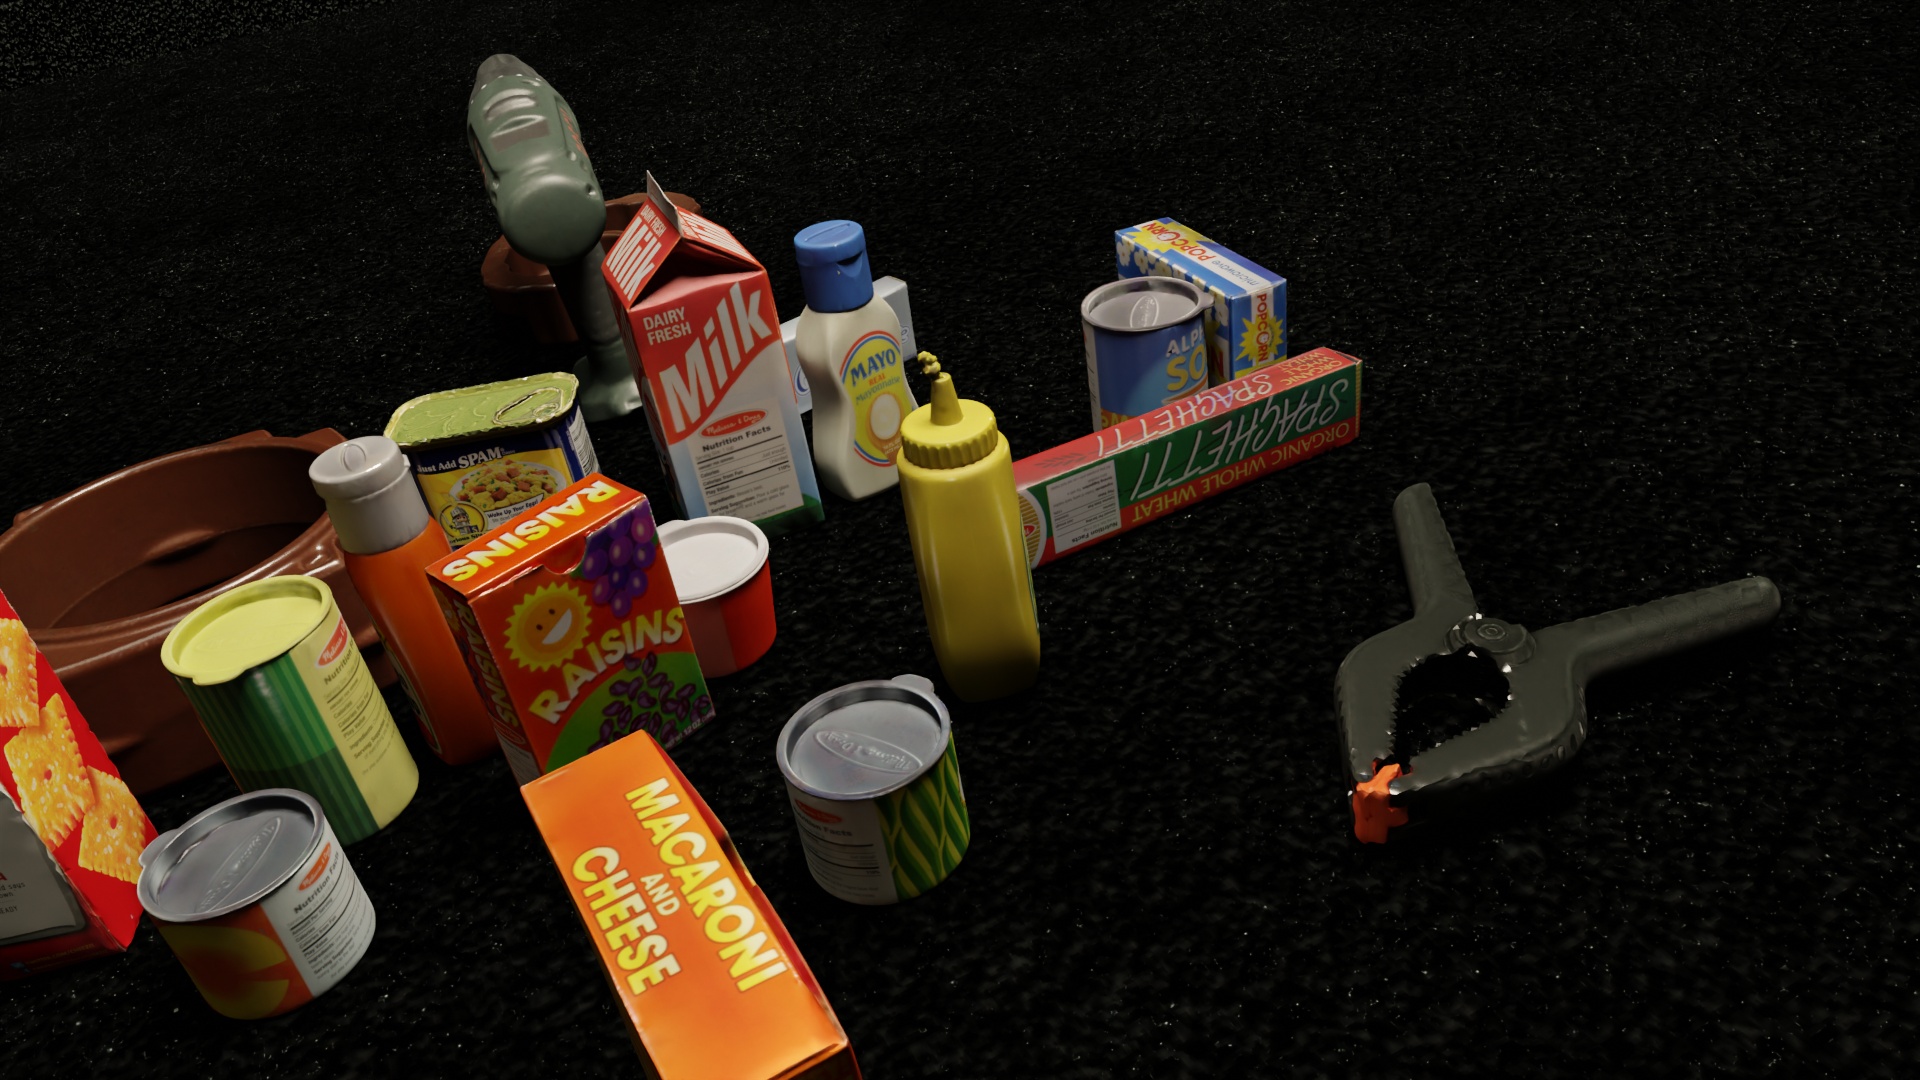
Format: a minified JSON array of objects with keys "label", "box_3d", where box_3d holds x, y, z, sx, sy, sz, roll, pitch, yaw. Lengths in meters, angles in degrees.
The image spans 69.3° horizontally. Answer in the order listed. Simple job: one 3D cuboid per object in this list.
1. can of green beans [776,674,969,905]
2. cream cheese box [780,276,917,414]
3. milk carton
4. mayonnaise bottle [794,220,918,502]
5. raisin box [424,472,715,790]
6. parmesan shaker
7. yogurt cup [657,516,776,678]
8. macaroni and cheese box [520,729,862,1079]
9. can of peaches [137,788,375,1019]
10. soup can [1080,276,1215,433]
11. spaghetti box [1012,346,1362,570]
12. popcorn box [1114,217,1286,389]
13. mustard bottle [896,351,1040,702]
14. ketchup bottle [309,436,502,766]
[{"label":"can of green beans","box_3d":[-0.032,0.097,0.534,0.071,0.057,0.071,-7,33,5]},{"label":"cream cheese box","box_3d":[-0.075,-0.124,0.882,0.104,0.053,0.024,-31,38,-29]},{"label":"milk carton","box_3d":[-0.132,-0.093,0.725,0.073,0.189,0.072,-20,34,-15]},{"label":"mayonnaise bottle","box_3d":[-0.058,-0.097,0.750,0.065,0.147,0.041,-31,39,-29]},{"label":"raisin box","box_3d":[-0.160,0.046,0.584,0.040,0.122,0.086,22,45,39]},{"label":"parmesan shaker","box_3d":[-0.281,0.077,0.587,0.071,0.102,0.072,-7,33,5]},{"label":"yogurt cup","box_3d":[-0.120,0.029,0.663,0.072,0.053,0.073,-7,33,5]},{"label":"macaroni and cheese box","box_3d":[-0.055,0.148,0.363,0.040,0.165,0.124,-24,36,-21]},{"label":"can of peaches","box_3d":[-0.269,0.138,0.531,0.071,0.057,0.071,-7,33,5]},{"label":"soup can","box_3d":[0.105,-0.093,0.762,0.071,0.083,0.072,-7,33,5]},{"label":"spaghetti box","box_3d":[0.097,-0.037,0.710,0.251,0.050,0.029,-21,35,-17]},{"label":"popcorn box","box_3d":[0.138,-0.126,0.802,0.038,0.084,0.127,-20,35,-15]},{"label":"mustard bottle","box_3d":[0.002,-0.007,0.589,0.049,0.159,0.065,-12,33,-4]},{"label":"ketchup bottle","box_3d":[-0.238,0.026,0.611,0.044,0.148,0.065,-23,35,-19]}]
